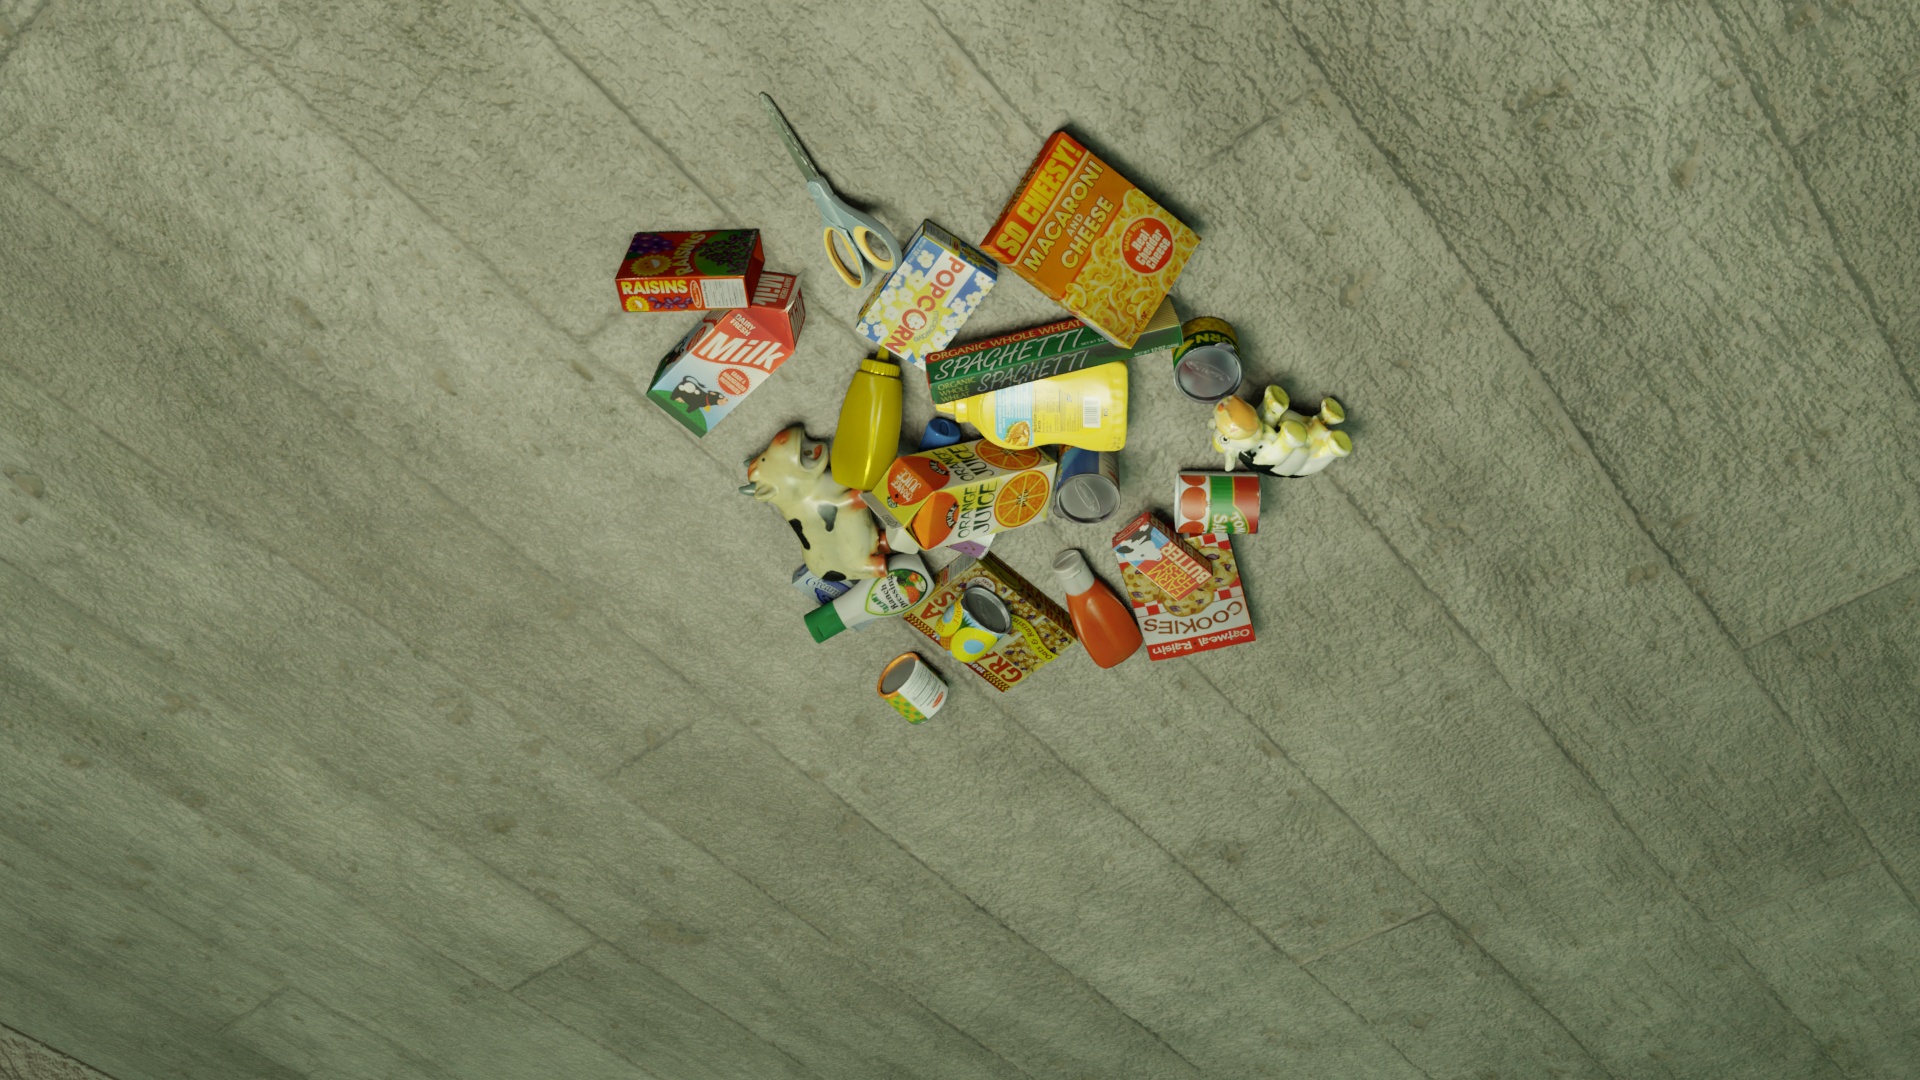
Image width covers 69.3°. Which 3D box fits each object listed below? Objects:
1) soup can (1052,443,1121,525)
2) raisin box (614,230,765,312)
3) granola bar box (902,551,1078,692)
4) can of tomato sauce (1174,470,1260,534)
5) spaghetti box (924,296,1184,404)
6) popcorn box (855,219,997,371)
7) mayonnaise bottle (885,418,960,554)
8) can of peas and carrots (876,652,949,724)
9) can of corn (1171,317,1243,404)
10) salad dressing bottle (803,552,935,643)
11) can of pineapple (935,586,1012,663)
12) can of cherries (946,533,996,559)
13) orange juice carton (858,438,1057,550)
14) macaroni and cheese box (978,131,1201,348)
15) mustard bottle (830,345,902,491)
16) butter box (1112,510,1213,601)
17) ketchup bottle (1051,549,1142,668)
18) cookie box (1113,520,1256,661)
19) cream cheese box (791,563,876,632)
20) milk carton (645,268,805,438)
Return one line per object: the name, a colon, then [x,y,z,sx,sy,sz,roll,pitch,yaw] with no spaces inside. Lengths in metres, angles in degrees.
soup can: [0.129,-0.065,1.436,0.071,0.084,0.071,2,128,3]
raisin box: [-0.254,-0.254,1.311,0.123,0.086,0.039,0,133,4]
granola bar box: [0.035,0.092,1.595,0.165,0.039,0.123,38,121,-23]
can of tomato sauce: [0.269,-0.038,1.457,0.083,0.071,0.070,1,128,4]
spaghetti box: [0.088,-0.183,1.342,0.250,0.050,0.028,-13,135,3]
popcorn box: [-0.033,-0.235,1.342,0.085,0.038,0.126,28,125,-19]
mayonnaise bottle: [-0.040,-0.059,1.469,0.041,0.065,0.147,13,124,-13]
can of peas and carrots: [-0.058,0.176,1.652,0.070,0.071,0.058,-31,120,25]
can of corn: [0.241,-0.178,1.355,0.071,0.058,0.070,2,128,3]
salad dressing bottle: [-0.102,0.066,1.553,0.148,0.044,0.064,-28,116,1]
can of pineapple: [0.013,0.092,1.529,0.071,0.071,0.057,30,124,-19]
can of cherries: [0.005,-0.019,1.494,0.058,0.072,0.071,20,127,-11]
orange juice carton: [-0.004,-0.048,1.403,0.193,0.072,0.072,-14,130,-30]
macaroni and cheese box: [0.118,-0.272,1.267,0.166,0.040,0.123,32,90,-19]
mustard bottle: [-0.088,-0.131,1.399,0.065,0.049,0.160,19,100,39]
butter box: [0.216,0.017,1.483,0.103,0.024,0.053,37,121,-20]
ketchup bottle: [0.150,0.075,1.567,0.065,0.043,0.148,-35,121,-5]
cookie box: [0.251,0.054,1.550,0.123,0.040,0.166,-13,126,13]
cream cheese box: [-0.136,0.058,1.590,0.103,0.024,0.053,37,120,-23]
milk carton: [-0.219,-0.193,1.366,0.073,0.073,0.190,39,121,-24]
